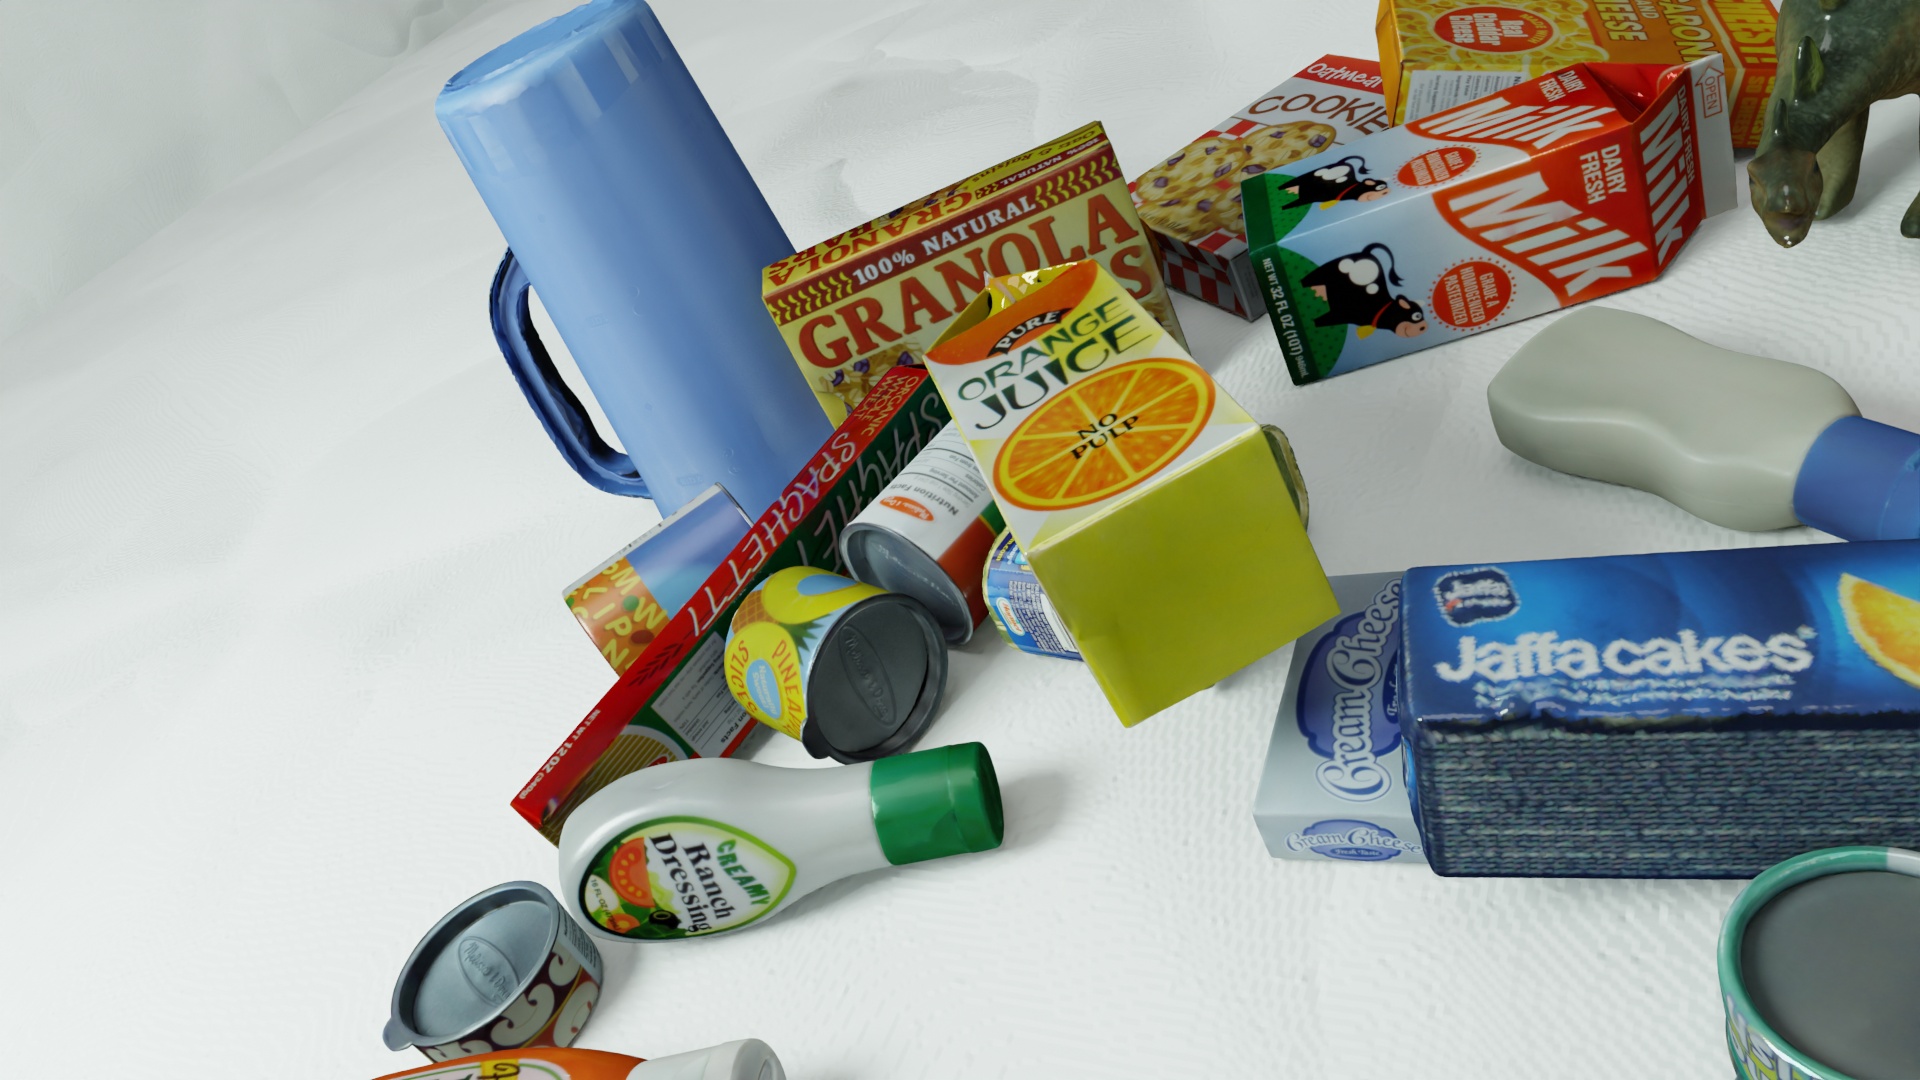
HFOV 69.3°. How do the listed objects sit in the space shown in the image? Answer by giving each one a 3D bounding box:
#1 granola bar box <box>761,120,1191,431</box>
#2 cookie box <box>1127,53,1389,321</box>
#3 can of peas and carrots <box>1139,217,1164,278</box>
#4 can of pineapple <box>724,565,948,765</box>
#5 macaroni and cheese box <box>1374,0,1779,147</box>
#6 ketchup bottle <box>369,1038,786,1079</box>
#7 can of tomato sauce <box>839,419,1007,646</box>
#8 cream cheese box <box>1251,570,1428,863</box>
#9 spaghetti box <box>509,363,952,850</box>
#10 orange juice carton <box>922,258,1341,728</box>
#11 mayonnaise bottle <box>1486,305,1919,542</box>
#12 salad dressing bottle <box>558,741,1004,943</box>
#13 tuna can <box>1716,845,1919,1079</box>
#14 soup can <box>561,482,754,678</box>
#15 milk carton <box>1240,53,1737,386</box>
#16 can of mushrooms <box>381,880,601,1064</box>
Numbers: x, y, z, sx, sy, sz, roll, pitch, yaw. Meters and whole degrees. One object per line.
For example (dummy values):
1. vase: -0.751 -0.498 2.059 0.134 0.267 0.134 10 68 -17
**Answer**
1. granola bar box: 0.011 -0.099 0.633 0.165 0.123 0.039 -22 32 9
2. cookie box: 0.172 -0.187 0.716 0.168 0.040 0.123 -35 35 -10
3. can of peas and carrots: 0.062 -0.131 0.697 0.059 0.070 0.071 11 49 44
4. can of pineapple: -0.049 0.047 0.529 0.058 0.070 0.071 14 51 47
5. macaroni and cheese box: 0.283 -0.227 0.642 0.166 0.040 0.124 4 43 9
6. ketchup bottle: -0.125 0.183 0.420 0.148 0.043 0.065 -17 35 15
7. can of tomato sauce: 0.002 -0.007 0.571 0.071 0.071 0.083 10 48 44
8. cream cheese box: 0.128 0.053 0.434 0.053 0.024 0.104 -6 39 31
9. spaghetti box: -0.078 0.027 0.571 0.029 0.050 0.251 13 57 45
10. orange juice carton: 0.043 -0.032 0.462 0.073 0.071 0.193 -29 31 3
11. mayonnaise bottle: 0.249 -0.034 0.454 0.065 0.041 0.148 -37 35 -10
12. salad dressing bottle: -0.060 0.100 0.476 0.147 0.064 0.044 -13 26 8
13. tuna can: 0.202 0.103 0.305 0.071 0.032 0.071 -18 34 13
14. soup can: -0.121 0.027 0.613 0.084 0.071 0.071 -36 34 -11
15. milk carton: 0.221 -0.139 0.585 0.190 0.072 0.074 -15 35 18
16. can of mushrooms: -0.165 0.159 0.491 0.071 0.033 0.071 -18 35 13
